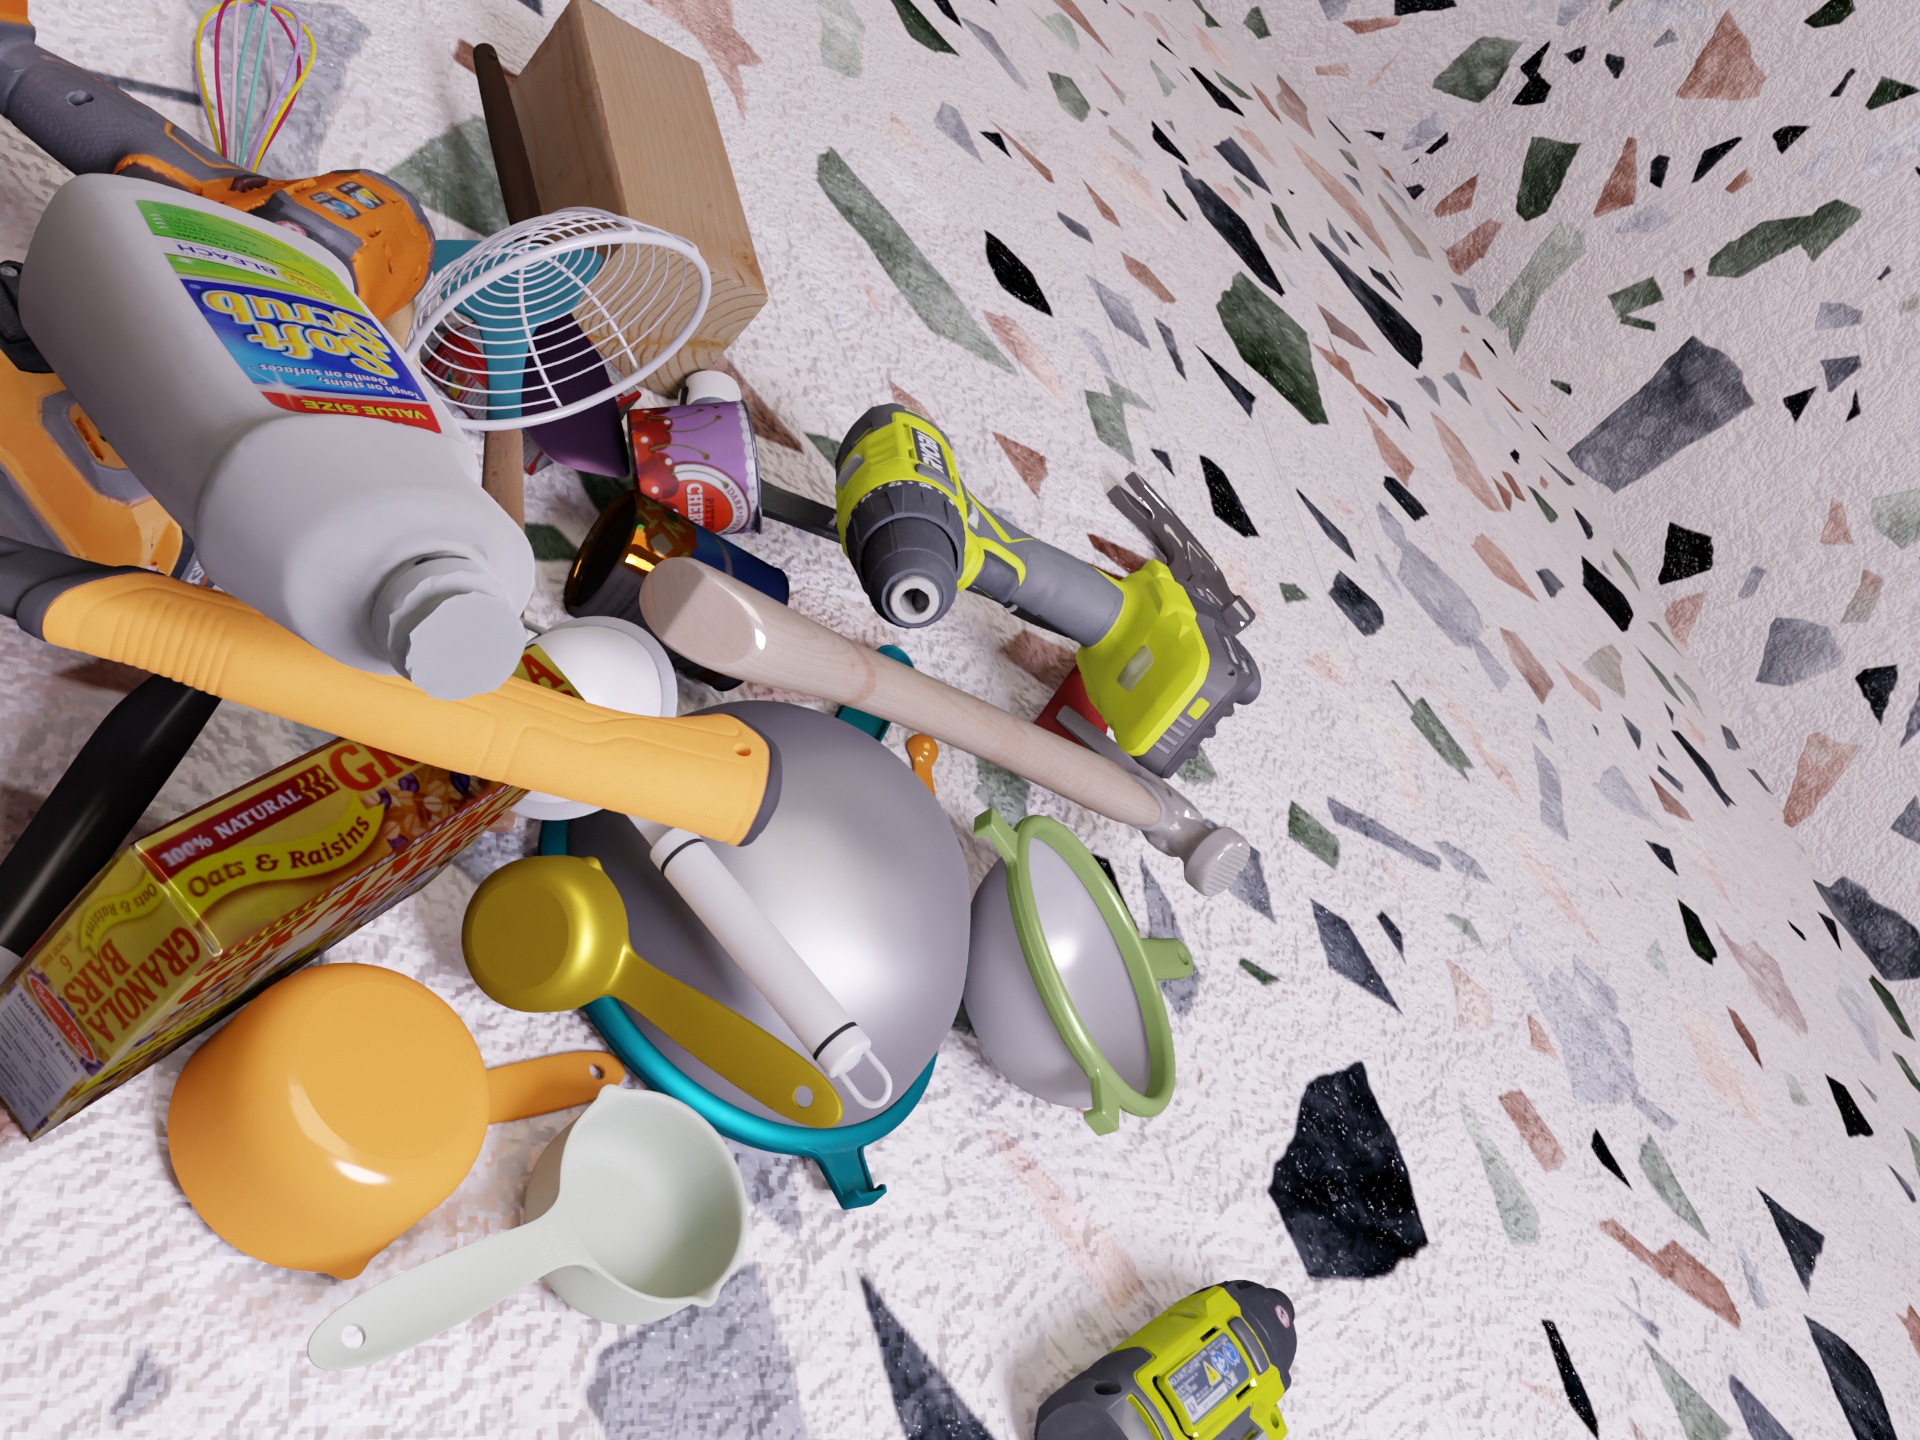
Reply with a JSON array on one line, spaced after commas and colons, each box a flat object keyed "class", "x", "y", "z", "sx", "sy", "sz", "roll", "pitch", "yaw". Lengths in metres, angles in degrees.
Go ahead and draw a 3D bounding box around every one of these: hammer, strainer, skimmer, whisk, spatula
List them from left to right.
[{"class": "hammer", "x": -0.206, "y": -0.020, "z": 0.423, "sx": 0.336, "sy": 0.034, "sz": 0.127, "roll": 18, "pitch": 32, "yaw": -21}, {"class": "whisk", "x": -0.329, "y": -0.262, "z": 0.734, "sx": 0.047, "sy": 0.051, "sz": 0.245, "roll": 26, "pitch": 42, "yaw": -44}, {"class": "skimmer", "x": -0.202, "y": -0.053, "z": 0.561, "sx": 0.090, "sy": 0.127, "sz": 0.363, "roll": 30, "pitch": 56, "yaw": -12}, {"class": "spatula", "x": -0.199, "y": -0.098, "z": 0.699, "sx": 0.082, "sy": 0.044, "sz": 0.318, "roll": 0, "pitch": 66, "yaw": -14}, {"class": "spatula", "x": -0.222, "y": -0.246, "z": 0.816, "sx": 0.059, "sy": 0.018, "sz": 0.316, "roll": 8, "pitch": 51, "yaw": -39}, {"class": "strainer", "x": -0.108, "y": 0.040, "z": 0.584, "sx": 0.259, "sy": 0.087, "sz": 0.050, "roll": 46, "pitch": -6, "yaw": 20}, {"class": "strainer", "x": -0.049, "y": 0.034, "z": 0.724, "sx": 0.211, "sy": 0.095, "sz": 0.341, "roll": 42, "pitch": 32, "yaw": -12}, {"class": "hammer", "x": -0.001, "y": -0.002, "z": 0.737, "sx": 0.146, "sy": 0.038, "sz": 0.410, "roll": 40, "pitch": 9, "yaw": 34}, {"class": "hammer", "x": 0.022, "y": -0.077, "z": 0.940, "sx": 0.408, "sy": 0.036, "sz": 0.149, "roll": 18, "pitch": 46, "yaw": -30}, {"class": "strainer", "x": 0.059, "y": 0.132, "z": 0.808, "sx": 0.256, "sy": 0.069, "sz": 0.152, "roll": 19, "pitch": 47, "yaw": -67}, {"class": "hammer", "x": 0.113, "y": -0.066, "z": 1.092, "sx": 0.149, "sy": 0.036, "sz": 0.359, "roll": 49, "pitch": 31, "yaw": -3}]

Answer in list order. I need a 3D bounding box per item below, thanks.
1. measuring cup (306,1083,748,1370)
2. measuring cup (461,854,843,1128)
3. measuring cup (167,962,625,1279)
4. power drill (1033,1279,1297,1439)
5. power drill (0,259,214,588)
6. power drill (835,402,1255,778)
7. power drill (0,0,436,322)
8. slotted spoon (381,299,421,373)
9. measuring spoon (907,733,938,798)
[{"class": "measuring cup", "x": -0.142, "y": 0.176, "z": 0.519, "sx": 0.167, "sy": 0.038, "sz": 0.083, "roll": -10, "pitch": 66, "yaw": -53}, {"class": "measuring cup", "x": -0.109, "y": 0.098, "z": 0.551, "sx": 0.156, "sy": 0.062, "sz": 0.029, "roll": 28, "pitch": 2, "yaw": 18}, {"class": "measuring cup", "x": -0.166, "y": 0.120, "z": 0.529, "sx": 0.173, "sy": 0.052, "sz": 0.095, "roll": 1, "pitch": 56, "yaw": -53}, {"class": "power drill", "x": 0.143, "y": 0.351, "z": 0.661, "sx": 0.171, "sy": 0.080, "sz": 0.223, "roll": -6, "pitch": 59, "yaw": -54}, {"class": "power drill", "x": -0.359, "y": -0.074, "z": 0.469, "sx": 0.185, "sy": 0.084, "sz": 0.226, "roll": 49, "pitch": 36, "yaw": 1}, {"class": "power drill", "x": 0.036, "y": -0.063, "z": 0.824, "sx": 0.228, "sy": 0.080, "sz": 0.191, "roll": 29, "pitch": 23, "yaw": -20}, {"class": "power drill", "x": -0.324, "y": -0.210, "z": 0.591, "sx": 0.226, "sy": 0.084, "sz": 0.164, "roll": 28, "pitch": 22, "yaw": -15}, {"class": "slotted spoon", "x": -0.242, "y": -0.113, "z": 0.685, "sx": 0.031, "sy": 0.070, "sz": 0.314, "roll": 63, "pitch": 6, "yaw": -50}, {"class": "measuring spoon", "x": -0.015, "y": 0.051, "z": 0.831, "sx": 0.021, "sy": 0.011, "sz": 0.117, "roll": 28, "pitch": 38, "yaw": -32}]
